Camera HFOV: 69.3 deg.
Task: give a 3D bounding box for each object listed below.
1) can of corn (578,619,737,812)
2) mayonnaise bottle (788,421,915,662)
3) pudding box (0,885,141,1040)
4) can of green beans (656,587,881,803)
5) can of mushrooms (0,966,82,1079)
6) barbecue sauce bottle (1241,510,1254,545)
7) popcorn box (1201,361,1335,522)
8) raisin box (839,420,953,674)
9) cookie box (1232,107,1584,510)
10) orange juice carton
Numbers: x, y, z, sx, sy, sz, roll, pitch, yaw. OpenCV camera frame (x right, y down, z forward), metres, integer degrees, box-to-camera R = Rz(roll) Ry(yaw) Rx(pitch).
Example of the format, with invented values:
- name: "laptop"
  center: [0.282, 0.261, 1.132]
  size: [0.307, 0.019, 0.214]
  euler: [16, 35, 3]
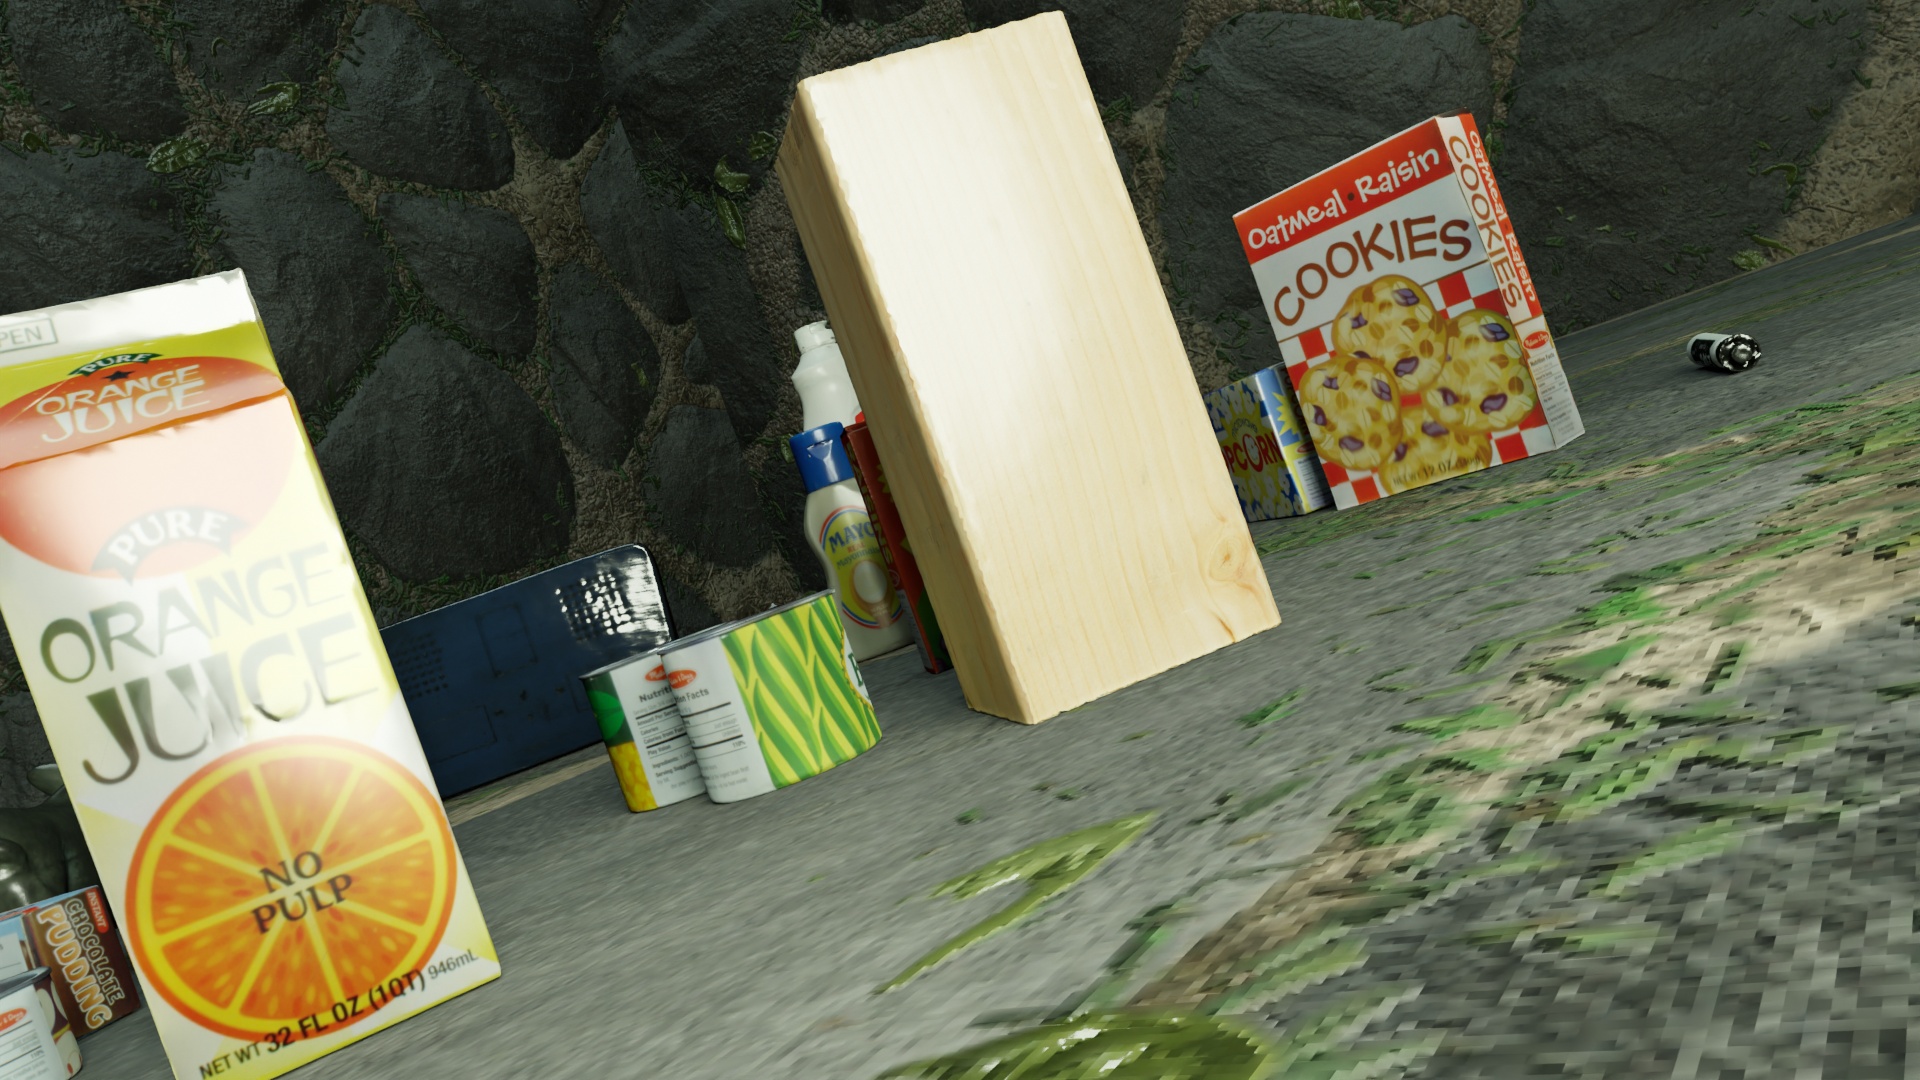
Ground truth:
- name: "can of corn"
  center: [-0.112, 0.070, 0.559]
  size: [0.071, 0.058, 0.071]
  euler: [-20, 1, 0]
- name: "mayonnaise bottle"
  center: [-0.068, 0.000, 0.881]
  size: [0.065, 0.148, 0.041]
  euler: [-20, 1, -4]
- name: "pudding box"
  center: [-0.341, 0.159, 0.502]
  size: [0.083, 0.049, 0.030]
  euler: [-19, 1, 26]
- name: "can of green beans"
  center: [-0.068, 0.056, 0.501]
  size: [0.071, 0.058, 0.071]
  euler: [-20, 1, 0]
- name: "can of mushrooms"
  center: [-0.297, 0.153, 0.402]
  size: [0.071, 0.033, 0.071]
  euler: [-20, 1, 0]
- name: "barbecue sauce bottle"
  center: [0.100, -0.057, 0.683]
  size: [0.043, 0.148, 0.065]
  euler: [-20, 1, 18]
- name: "popcorn box"
  center: [0.184, -0.057, 0.829]
  size: [0.038, 0.085, 0.126]
  euler: [-20, 1, -8]
- name: "raisin box"
  center: [0.002, -0.008, 0.670]
  size: [0.086, 0.123, 0.040]
  euler: [-20, 1, -10]
- name: "cookie box"
  center: [0.222, -0.112, 0.700]
  size: [0.040, 0.167, 0.122]
  euler: [-21, 1, -43]
- name: "orange juice carton"
  center: [-0.184, 0.029, 0.348]
  size: [0.072, 0.192, 0.073]
  euler: [-20, 1, -24]
